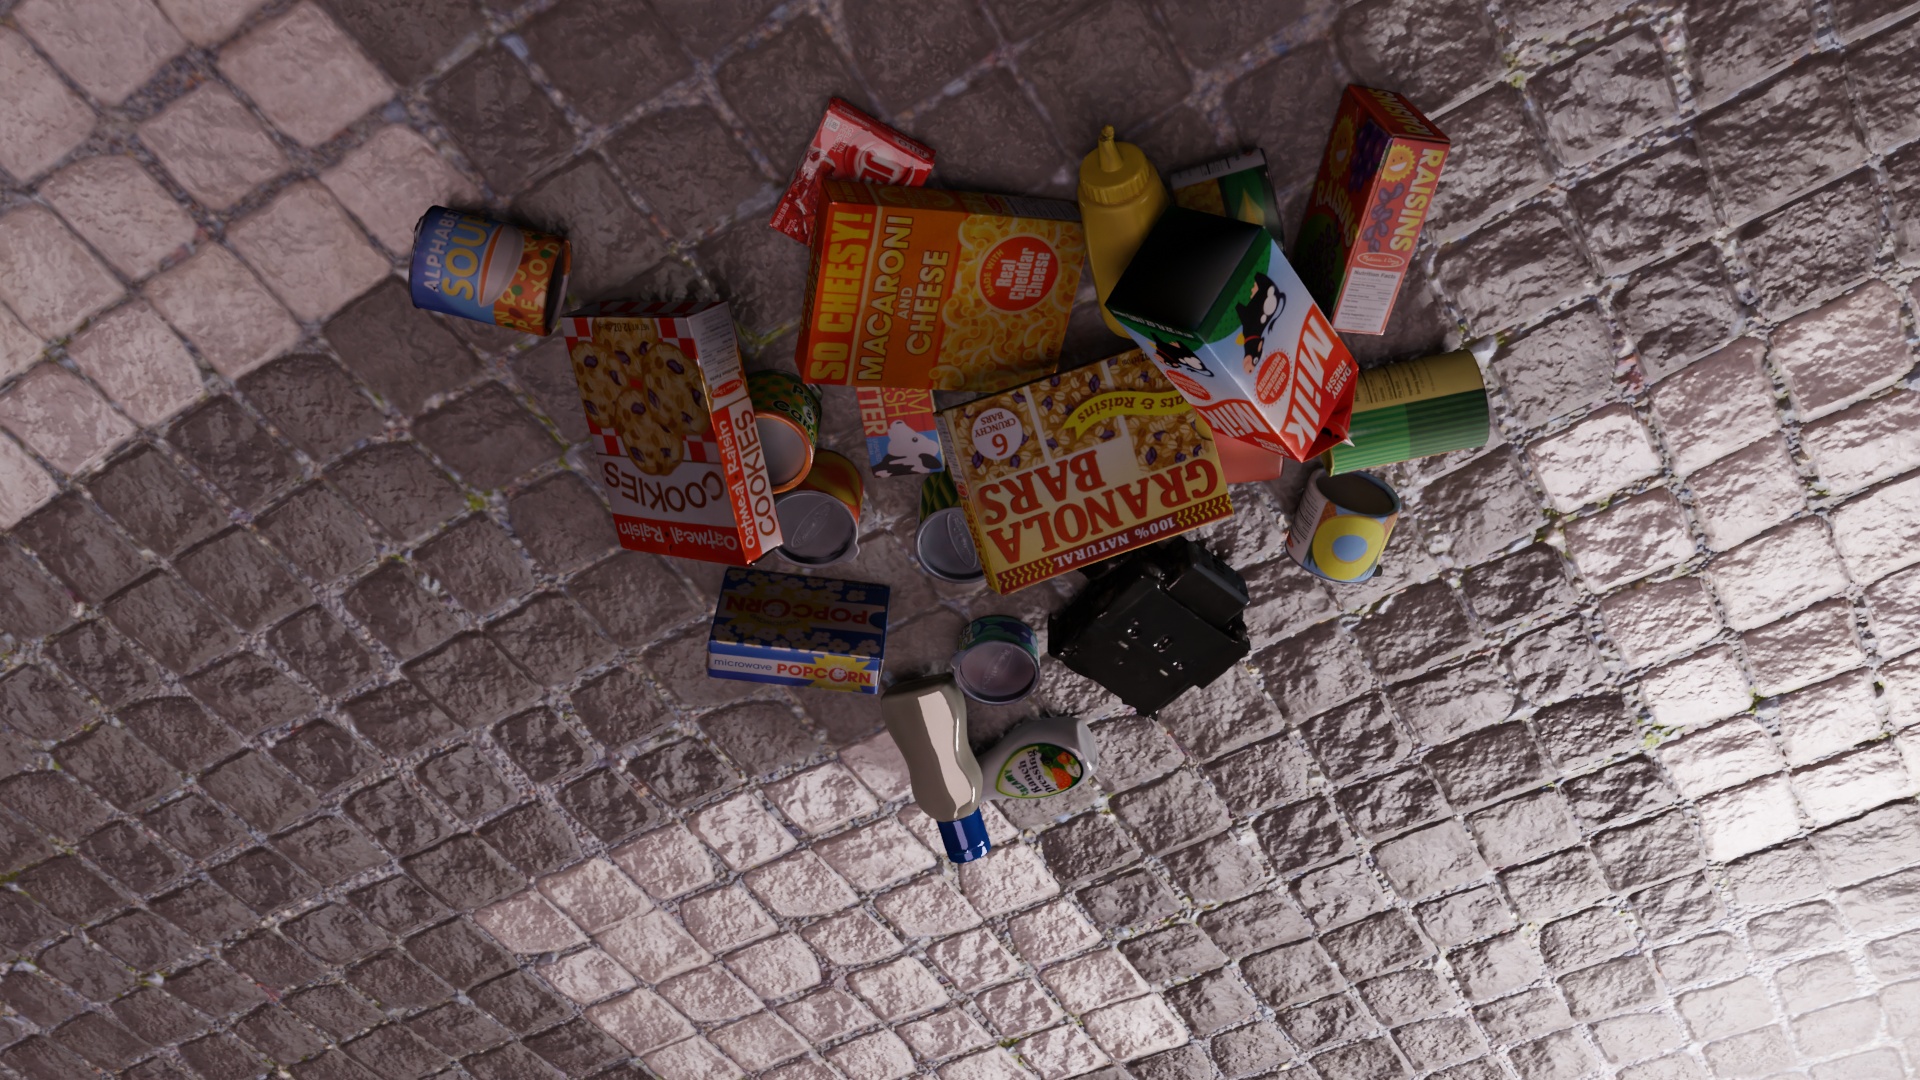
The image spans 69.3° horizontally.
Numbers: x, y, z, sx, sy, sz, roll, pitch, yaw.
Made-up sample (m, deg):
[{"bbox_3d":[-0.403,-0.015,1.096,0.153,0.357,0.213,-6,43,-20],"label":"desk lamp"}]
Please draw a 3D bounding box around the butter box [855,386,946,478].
[{"bbox_3d":[-0.042,-0.093,0.953,0.053,0.024,0.103,-6,125,5],"label":"butter box"}]

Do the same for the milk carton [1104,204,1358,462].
[{"bbox_3d":[0.174,-0.110,0.831,0.190,0.072,0.073,38,82,-46],"label":"milk carton"}]

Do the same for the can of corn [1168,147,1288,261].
[{"bbox_3d":[0.163,-0.197,0.848,0.058,0.071,0.071,-13,123,12],"label":"can of corn"}]

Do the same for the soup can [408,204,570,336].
[{"bbox_3d":[-0.297,-0.171,0.879,0.084,0.072,0.071,12,124,-7],"label":"soup can"}]

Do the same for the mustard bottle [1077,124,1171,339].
[{"bbox_3d":[0.100,-0.189,0.830,0.049,0.065,0.159,6,149,22],"label":"mustard bottle"}]

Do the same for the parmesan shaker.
[{"bbox_3d":[0.291,-0.083,0.922,0.103,0.072,0.071,-11,124,9],"label":"parmesan shaker"}]

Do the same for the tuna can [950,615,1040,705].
[{"bbox_3d":[0.026,0.092,1.074,0.071,0.033,0.070,1,125,1],"label":"tuna can"}]

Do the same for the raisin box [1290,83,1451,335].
[{"bbox_3d":[0.242,-0.198,0.834,0.040,0.086,0.122,5,125,-9],"label":"raisin box"}]

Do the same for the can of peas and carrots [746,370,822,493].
[{"bbox_3d":[-0.128,-0.075,0.947,0.071,0.059,0.070,1,125,1],"label":"can of peas and carrots"}]

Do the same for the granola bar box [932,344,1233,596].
[{"bbox_3d":[0.081,-0.050,0.895,0.166,0.039,0.124,-19,98,-9],"label":"granola bar box"}]

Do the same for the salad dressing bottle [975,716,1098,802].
[{"bbox_3d":[0.038,0.188,1.134,0.147,0.044,0.064,-22,114,18],"label":"salad dressing bottle"}]

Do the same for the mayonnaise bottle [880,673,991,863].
[{"bbox_3d":[-0.014,0.182,1.102,0.064,0.041,0.147,-14,101,18],"label":"mayonnaise bottle"}]

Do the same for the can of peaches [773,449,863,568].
[{"bbox_3d":[-0.101,-0.022,0.984,0.071,0.058,0.071,0,125,1],"label":"can of peaches"}]

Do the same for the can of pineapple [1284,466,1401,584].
[{"bbox_3d":[0.270,-0.011,0.975,0.071,0.071,0.057,9,124,-4],"label":"can of pineapple"}]

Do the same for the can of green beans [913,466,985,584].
[{"bbox_3d":[0.001,-0.012,0.987,0.071,0.058,0.071,1,125,1],"label":"can of green beans"}]

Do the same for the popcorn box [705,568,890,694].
[{"bbox_3d":[-0.119,0.067,1.029,0.127,0.085,0.038,6,126,-3],"label":"popcorn box"}]

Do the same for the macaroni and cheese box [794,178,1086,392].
[{"bbox_3d":[-0.013,-0.156,0.872,0.167,0.040,0.123,1,125,-19],"label":"macaroni and cheese box"}]

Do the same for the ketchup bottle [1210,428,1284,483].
[{"bbox_3d":[0.145,-0.069,0.953,0.149,0.044,0.064,-4,117,4],"label":"ketchup bottle"}]

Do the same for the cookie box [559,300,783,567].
[{"bbox_3d":[-0.189,-0.070,0.909,0.123,0.040,0.166,6,116,36],"label":"cookie box"}]
